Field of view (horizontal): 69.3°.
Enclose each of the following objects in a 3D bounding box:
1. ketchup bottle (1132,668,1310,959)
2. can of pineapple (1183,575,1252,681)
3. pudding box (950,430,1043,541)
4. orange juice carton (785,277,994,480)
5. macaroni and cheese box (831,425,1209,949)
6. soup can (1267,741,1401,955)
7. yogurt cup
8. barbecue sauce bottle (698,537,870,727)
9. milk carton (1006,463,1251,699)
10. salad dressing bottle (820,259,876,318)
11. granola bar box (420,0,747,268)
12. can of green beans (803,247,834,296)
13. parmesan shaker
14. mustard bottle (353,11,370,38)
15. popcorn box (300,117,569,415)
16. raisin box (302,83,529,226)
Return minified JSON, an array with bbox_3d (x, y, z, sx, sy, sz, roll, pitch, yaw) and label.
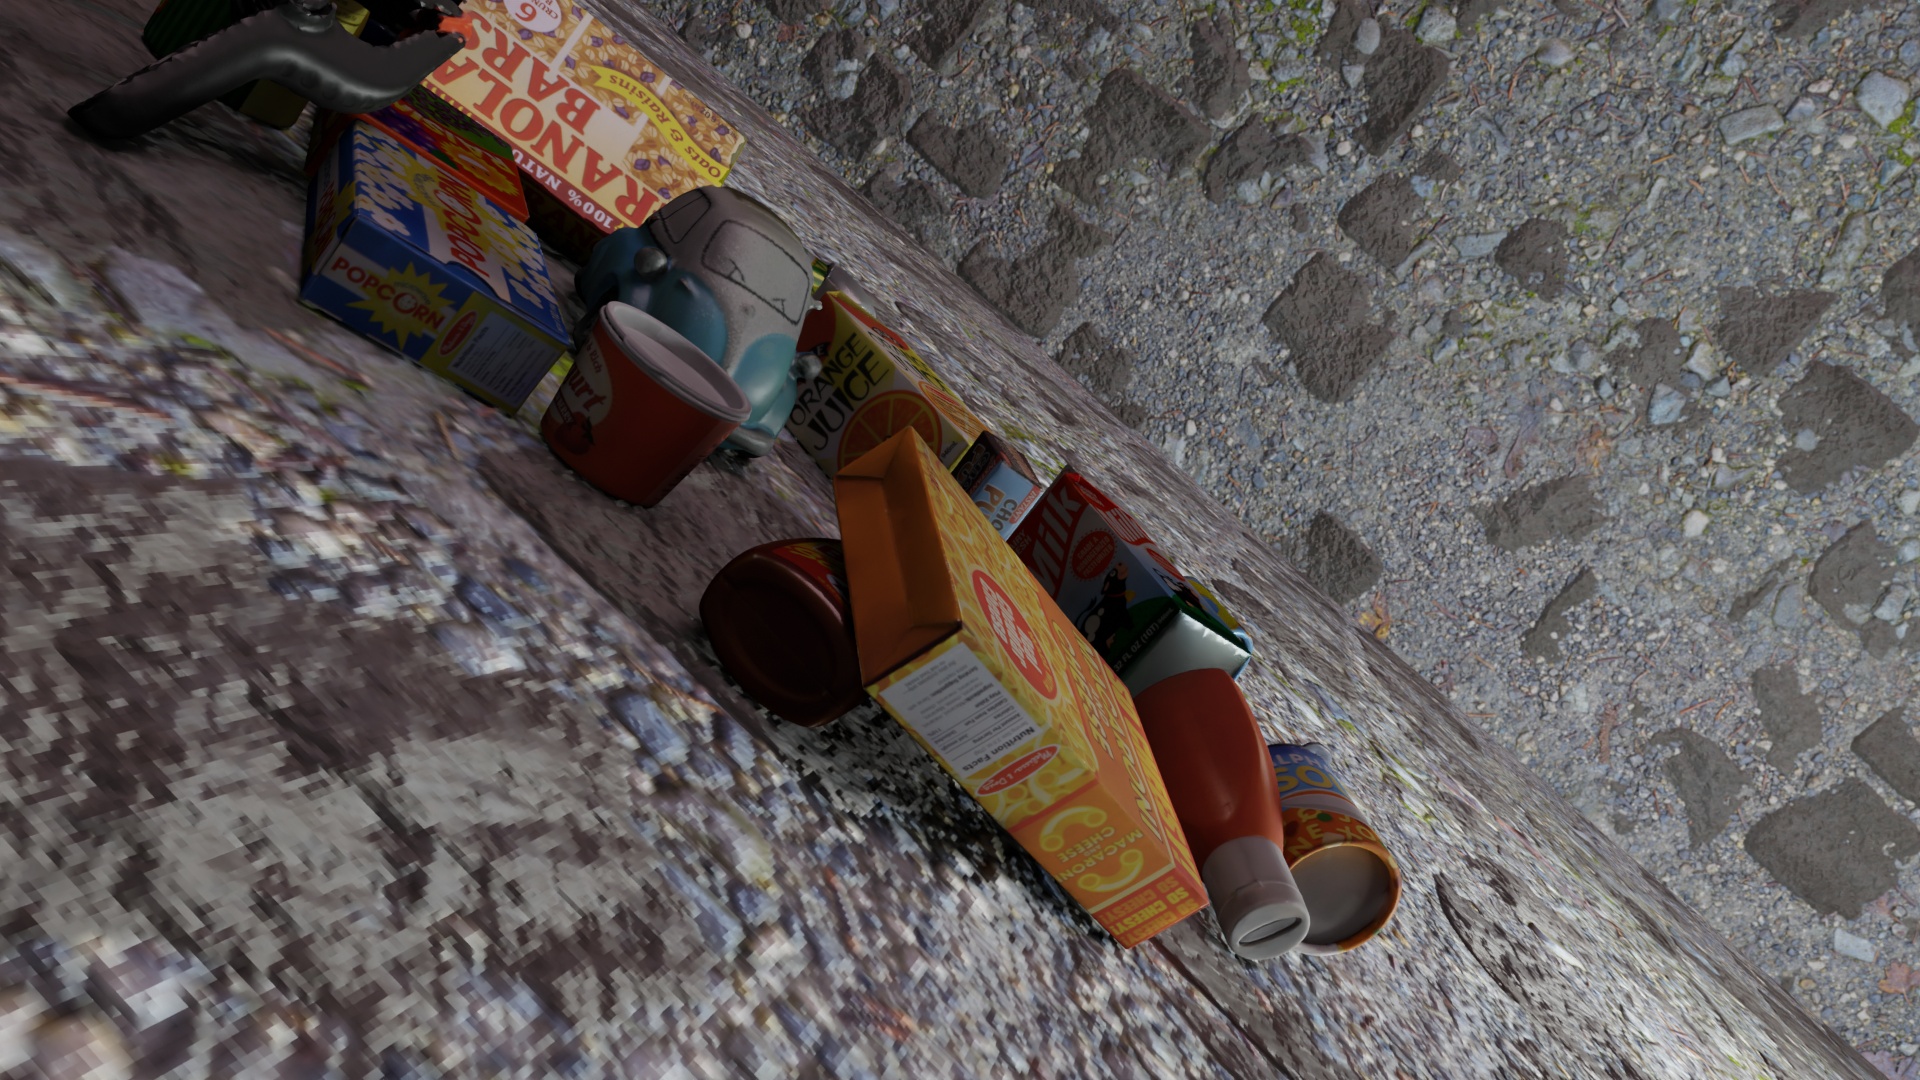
[{"bbox_3d":[0.118,0.122,0.638,0.043,0.064,0.149,60,9,-32],"label":"ketchup bottle"},{"bbox_3d":[0.151,0.066,0.916,0.071,0.071,0.058,27,18,-47],"label":"can of pineapple"},{"bbox_3d":[0.002,-0.009,0.697,0.030,0.083,0.050,33,14,-22],"label":"pudding box"},{"bbox_3d":[-0.051,-0.076,0.801,0.193,0.071,0.073,49,14,33],"label":"orange juice carton"},{"bbox_3d":[0.020,0.054,0.506,0.166,0.040,0.124,50,14,-33],"label":"macaroni and cheese box"},{"bbox_3d":[0.166,0.145,0.668,0.071,0.071,0.084,36,13,-20],"label":"soup can"},{"bbox_3d":[-0.123,-0.050,0.533,0.072,0.054,0.072,38,12,-9],"label":"yogurt cup"},{"bbox_3d":[-0.044,0.026,0.523,0.065,0.043,0.149,47,12,5],"label":"barbecue sauce bottle"},{"bbox_3d":[0.086,0.026,0.852,0.073,0.072,0.191,30,15,-38],"label":"milk carton"},{"bbox_3d":[-0.124,-0.184,1.010,0.148,0.064,0.044,38,28,32],"label":"salad dressing bottle"},{"bbox_3d":[-0.212,-0.225,0.763,0.165,0.039,0.125,35,54,-24],"label":"granola bar box"},{"bbox_3d":[-0.130,-0.175,0.932,0.058,0.071,0.071,36,12,-20],"label":"can of green beans"},{"bbox_3d":[-0.287,-0.236,0.585,0.071,0.103,0.071,38,11,-9],"label":"parmesan shaker"},{"bbox_3d":[-0.347,-0.284,0.671,0.160,0.065,0.049,27,18,29],"label":"mustard bottle"},{"bbox_3d":[-0.203,-0.108,0.535,0.085,0.038,0.127,33,14,-36],"label":"popcorn box"},{"bbox_3d":[-0.248,-0.174,0.635,0.086,0.040,0.124,32,13,-34],"label":"raisin box"}]
